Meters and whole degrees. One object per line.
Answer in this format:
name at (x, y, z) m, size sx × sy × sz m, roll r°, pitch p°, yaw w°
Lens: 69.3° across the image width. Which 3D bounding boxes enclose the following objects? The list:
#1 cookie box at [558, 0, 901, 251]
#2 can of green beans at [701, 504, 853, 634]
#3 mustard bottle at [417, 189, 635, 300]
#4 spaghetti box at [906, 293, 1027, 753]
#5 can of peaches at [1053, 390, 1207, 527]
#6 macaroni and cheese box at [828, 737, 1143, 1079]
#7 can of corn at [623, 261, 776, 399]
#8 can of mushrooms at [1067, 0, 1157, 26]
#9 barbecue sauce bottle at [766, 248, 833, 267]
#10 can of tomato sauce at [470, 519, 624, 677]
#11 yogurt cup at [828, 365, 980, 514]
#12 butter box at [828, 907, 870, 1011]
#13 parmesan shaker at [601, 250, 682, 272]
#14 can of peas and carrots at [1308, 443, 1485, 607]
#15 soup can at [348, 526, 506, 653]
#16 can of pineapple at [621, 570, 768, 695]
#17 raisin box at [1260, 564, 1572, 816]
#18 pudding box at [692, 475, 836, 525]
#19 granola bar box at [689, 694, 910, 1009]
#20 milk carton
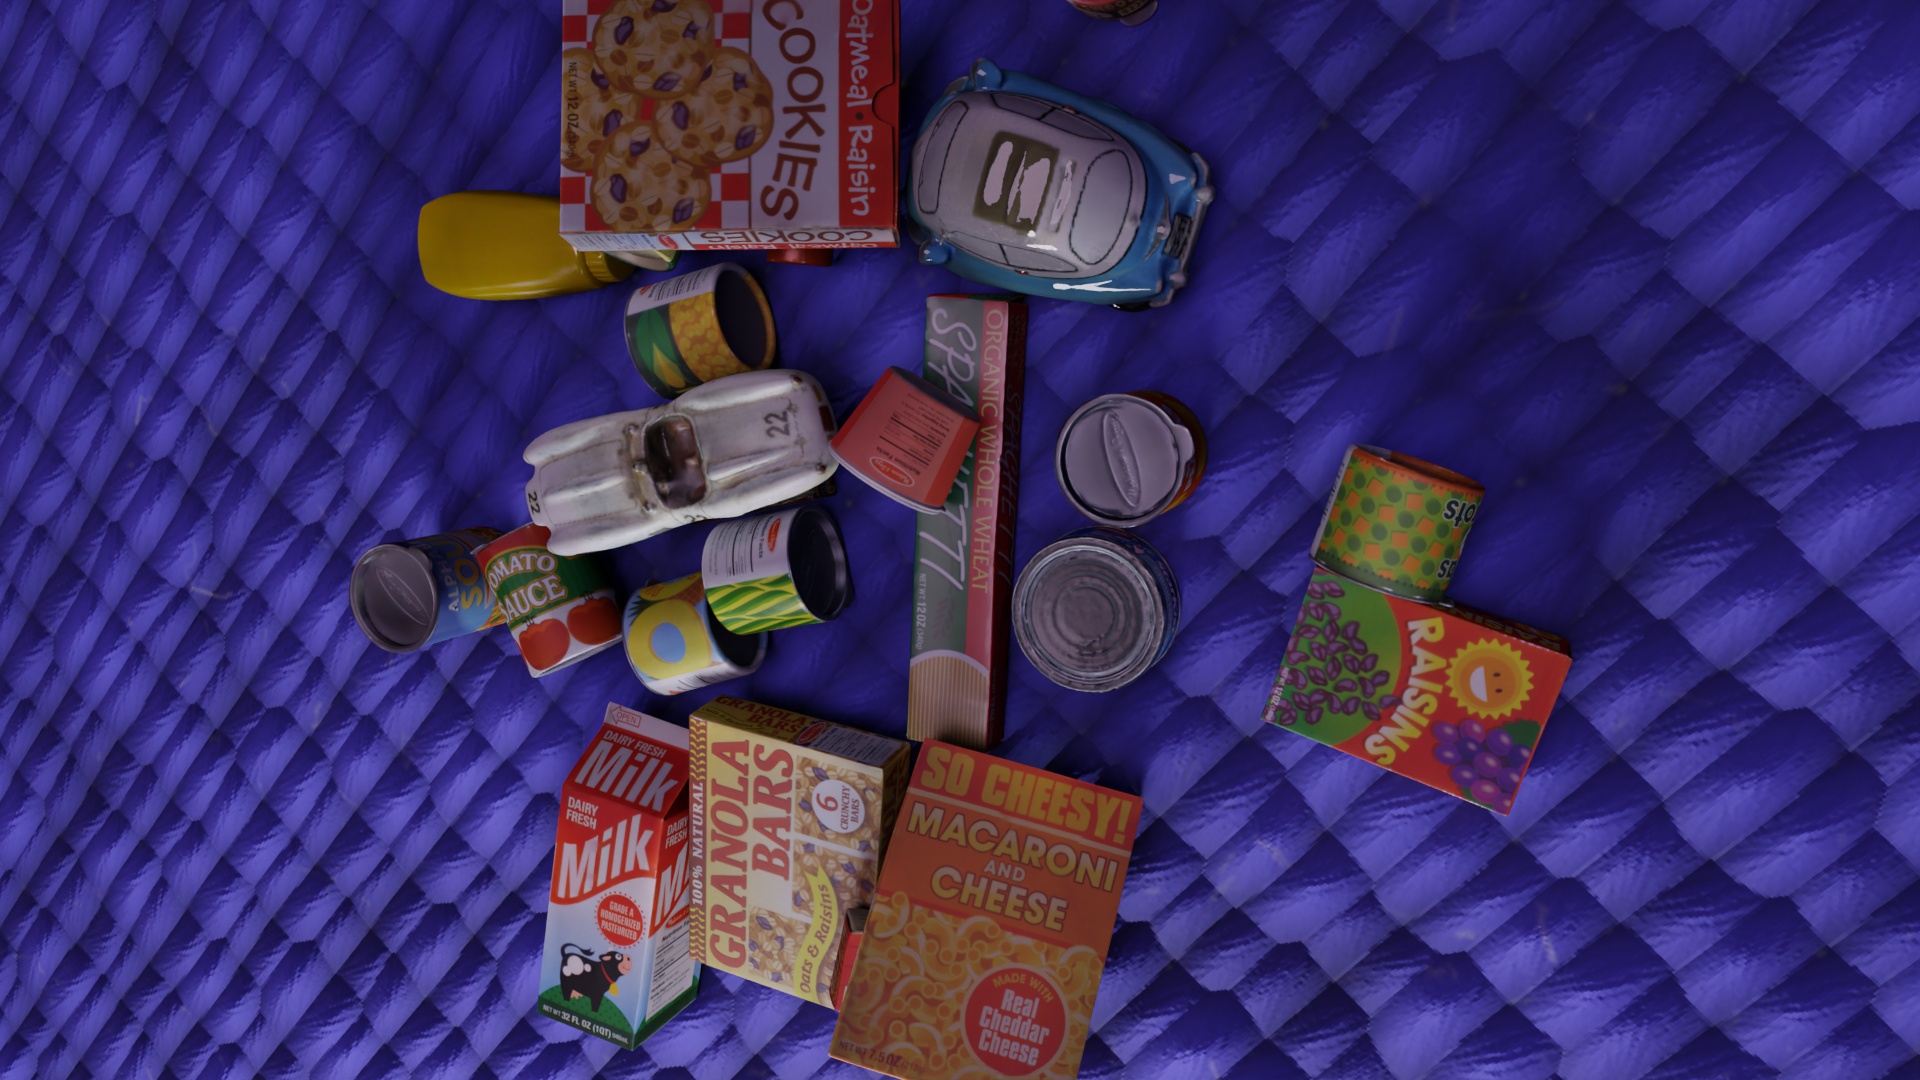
cookie box at (-0.113, -0.210, 0.696) m, size 0.167 × 0.040 × 0.123 m, roll 0°, pitch 87°, yaw 2°
can of green beans at (-0.103, 0.017, 0.782) m, size 0.058 × 0.071 × 0.071 m, roll -11°, pitch 94°, yaw 23°
mustard bottle at (-0.242, -0.172, 0.818) m, size 0.160 × 0.049 × 0.065 m, roll 6°, pitch 103°, yaw 19°
spaghetti box at (0.003, -0.009, 0.756) m, size 0.050 × 0.029 × 0.249 m, roll 6°, pitch 100°, yaw 22°
can of peaches at (0.089, -0.043, 0.702) m, size 0.071 × 0.058 × 0.071 m, roll 3°, pitch 98°, yaw 21°
macaroni and cheese box at (0.015, 0.201, 0.724) m, size 0.124 × 0.040 × 0.167 m, roll 15°, pitch 73°, yaw 6°
can of corn at (-0.144, -0.115, 0.780) m, size 0.058 × 0.071 × 0.071 m, roll -12°, pitch 93°, yaw 22°
can of mushrooms at (0.074, -0.292, 0.686) m, size 0.071 × 0.033 × 0.071 m, roll 3°, pitch 98°, yaw 20°
barbecue sauce bottle at (-0.082, -0.224, 0.751) m, size 0.065 × 0.044 × 0.148 m, roll 8°, pitch 101°, yaw 15°
can of tomato sauce at (-0.245, 0.032, 0.837) m, size 0.071 × 0.071 × 0.083 m, roll -26°, pitch 88°, yaw 23°
yogurt cup at (-0.026, -0.053, 0.711) m, size 0.072 × 0.072 × 0.054 m, roll 34°, pitch 101°, yaw 14°
butter box at (-0.018, 0.234, 0.771) m, size 0.103 × 0.024 × 0.053 m, roll 6°, pitch 107°, yaw -17°
parmesan shaker at (-0.170, -0.207, 0.755) m, size 0.071 × 0.071 × 0.103 m, roll 18°, pitch 81°, yaw 18°
can of peas and carrots at (0.208, -0.008, 0.656) m, size 0.071 × 0.071 × 0.058 m, roll 21°, pitch 104°, yaw 18°
soup can at (-0.319, 0.027, 0.857) m, size 0.071 × 0.084 × 0.071 m, roll 3°, pitch 99°, yaw 21°
can of pineapple at (-0.153, 0.050, 0.806) m, size 0.058 × 0.071 × 0.071 m, roll -16°, pitch 92°, yaw 22°
raisin box at (0.221, 0.069, 0.677) m, size 0.123 × 0.040 × 0.086 m, roll 21°, pitch 104°, yaw 19°
pudding box at (-0.118, -0.041, 0.798) m, size 0.083 × 0.030 × 0.049 m, roll -11°, pitch 92°, yaw 22°
granola bar box at (-0.095, 0.181, 0.803) m, size 0.124 × 0.039 × 0.164 m, roll 12°, pitch 111°, yaw 20°
milk carton at (-0.196, 0.196, 0.839) m, size 0.072 × 0.073 × 0.190 m, roll 14°, pitch 102°, yaw 19°
